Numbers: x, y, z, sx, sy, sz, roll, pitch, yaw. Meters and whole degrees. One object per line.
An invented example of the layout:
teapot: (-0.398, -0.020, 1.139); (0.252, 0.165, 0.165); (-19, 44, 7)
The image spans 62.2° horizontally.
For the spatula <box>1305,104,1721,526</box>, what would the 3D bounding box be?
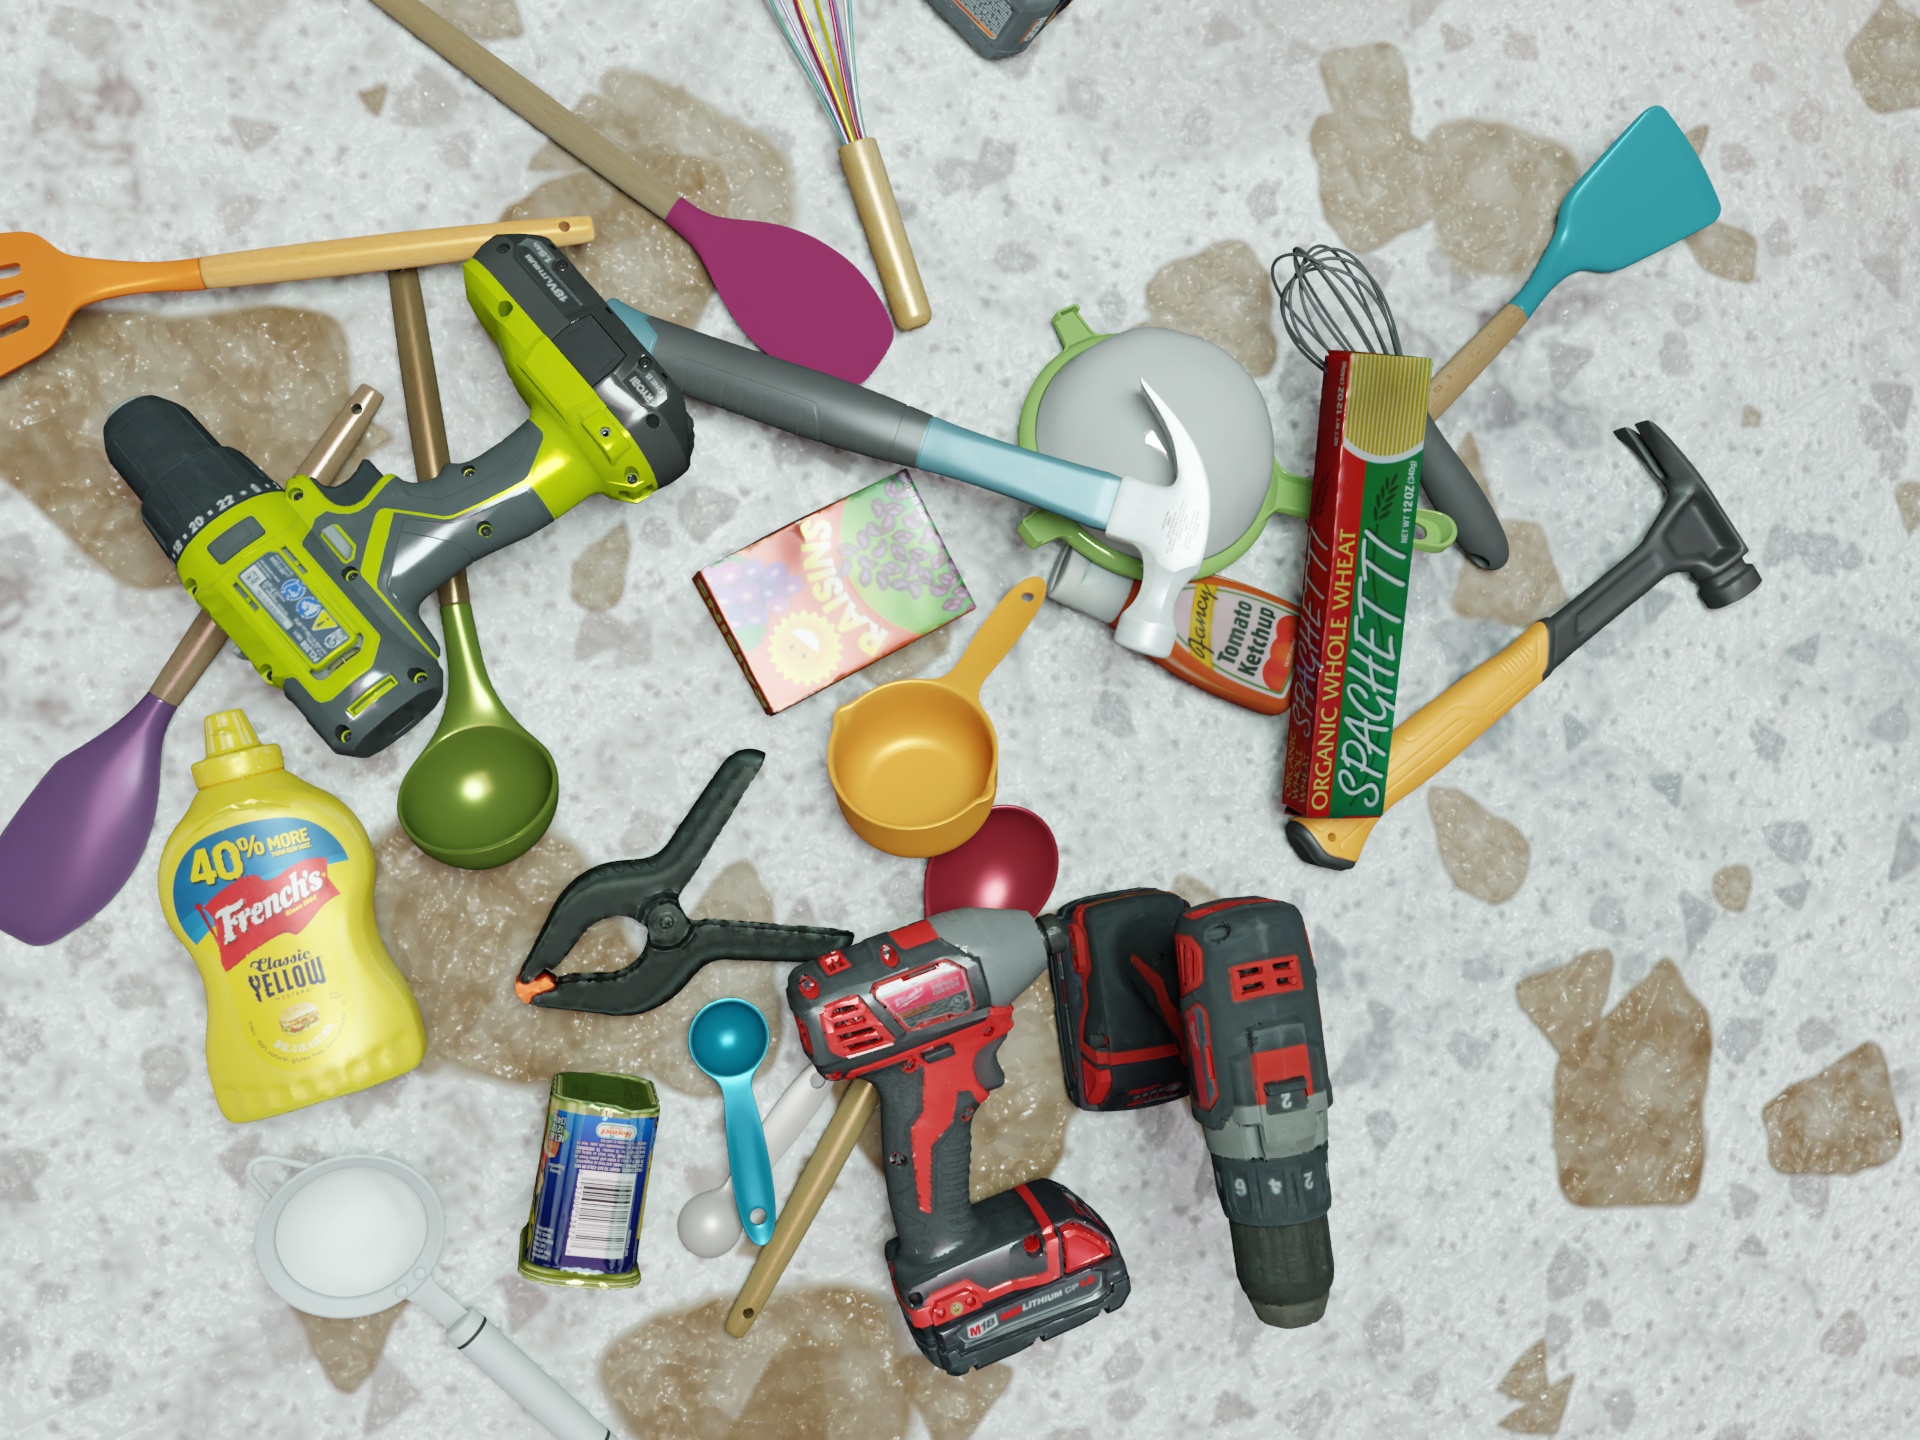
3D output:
spatula: (0.314, -0.223, 0.928); (0.317, 0.044, 0.082); (-46, 111, -9)

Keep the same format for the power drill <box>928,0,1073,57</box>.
power drill: (0.076, -0.465, 0.863); (0.185, 0.084, 0.226); (41, 76, -10)

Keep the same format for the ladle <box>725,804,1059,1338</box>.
ladle: (-0.042, 0.185, 0.848); (0.069, 0.031, 0.315); (30, 84, -10)

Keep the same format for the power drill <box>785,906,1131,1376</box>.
power drill: (0.007, 0.204, 0.814); (0.143, 0.078, 0.219); (-19, 102, -12)

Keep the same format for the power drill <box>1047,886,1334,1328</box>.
power drill: (0.117, 0.174, 0.781); (0.080, 0.227, 0.188); (-8, 91, -13)

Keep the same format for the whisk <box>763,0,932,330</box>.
whisk: (-0.061, -0.329, 0.849); (0.051, 0.047, 0.245); (-21, 98, -14)

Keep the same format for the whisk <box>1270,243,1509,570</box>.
whisk: (0.245, -0.169, 0.885); (0.055, 0.055, 0.238); (-47, 117, -10)

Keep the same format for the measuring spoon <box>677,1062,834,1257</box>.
measuring spoon: (-0.103, 0.229, 0.837); (0.034, 0.018, 0.124); (38, 80, -9)

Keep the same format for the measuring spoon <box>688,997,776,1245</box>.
measuring spoon: (-0.115, 0.208, 0.830); (0.042, 0.021, 0.128); (-9, 88, -13)

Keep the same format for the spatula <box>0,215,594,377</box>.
spatula: (-0.342, -0.219, 0.778); (0.322, 0.041, 0.081); (-11, 87, -13)

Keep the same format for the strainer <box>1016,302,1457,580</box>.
strainer: (0.161, -0.141, 0.857); (0.256, 0.069, 0.152); (14, 68, -9)

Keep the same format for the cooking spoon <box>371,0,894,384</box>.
cooking spoon: (-0.172, -0.284, 0.832); (0.318, 0.017, 0.069); (35, 81, -10)

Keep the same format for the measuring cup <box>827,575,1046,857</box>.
measuring cup: (-0.001, -0.003, 0.847); (0.095, 0.052, 0.174); (27, 63, 17)

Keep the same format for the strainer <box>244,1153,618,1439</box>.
strainer: (-0.253, 0.297, 0.791); (0.087, 0.050, 0.258); (-42, 103, -4)

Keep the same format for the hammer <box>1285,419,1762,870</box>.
hammer: (0.318, -0.033, 0.930); (0.337, 0.034, 0.127); (-38, 98, -11)

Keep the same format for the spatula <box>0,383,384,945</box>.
spatula: (-0.374, -0.031, 0.780); (0.059, 0.018, 0.316); (32, 83, -11)

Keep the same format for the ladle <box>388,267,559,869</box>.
ladle: (-0.257, -0.085, 0.790); (0.078, 0.062, 0.320); (-9, 88, -7)

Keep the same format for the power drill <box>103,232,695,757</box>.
power drill: (-0.259, -0.121, 0.744); (0.228, 0.080, 0.190); (-41, 89, -13)

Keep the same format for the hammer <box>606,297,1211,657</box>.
hammer: (-0.031, -0.144, 0.805); (0.331, 0.033, 0.128); (19, 94, 6)
